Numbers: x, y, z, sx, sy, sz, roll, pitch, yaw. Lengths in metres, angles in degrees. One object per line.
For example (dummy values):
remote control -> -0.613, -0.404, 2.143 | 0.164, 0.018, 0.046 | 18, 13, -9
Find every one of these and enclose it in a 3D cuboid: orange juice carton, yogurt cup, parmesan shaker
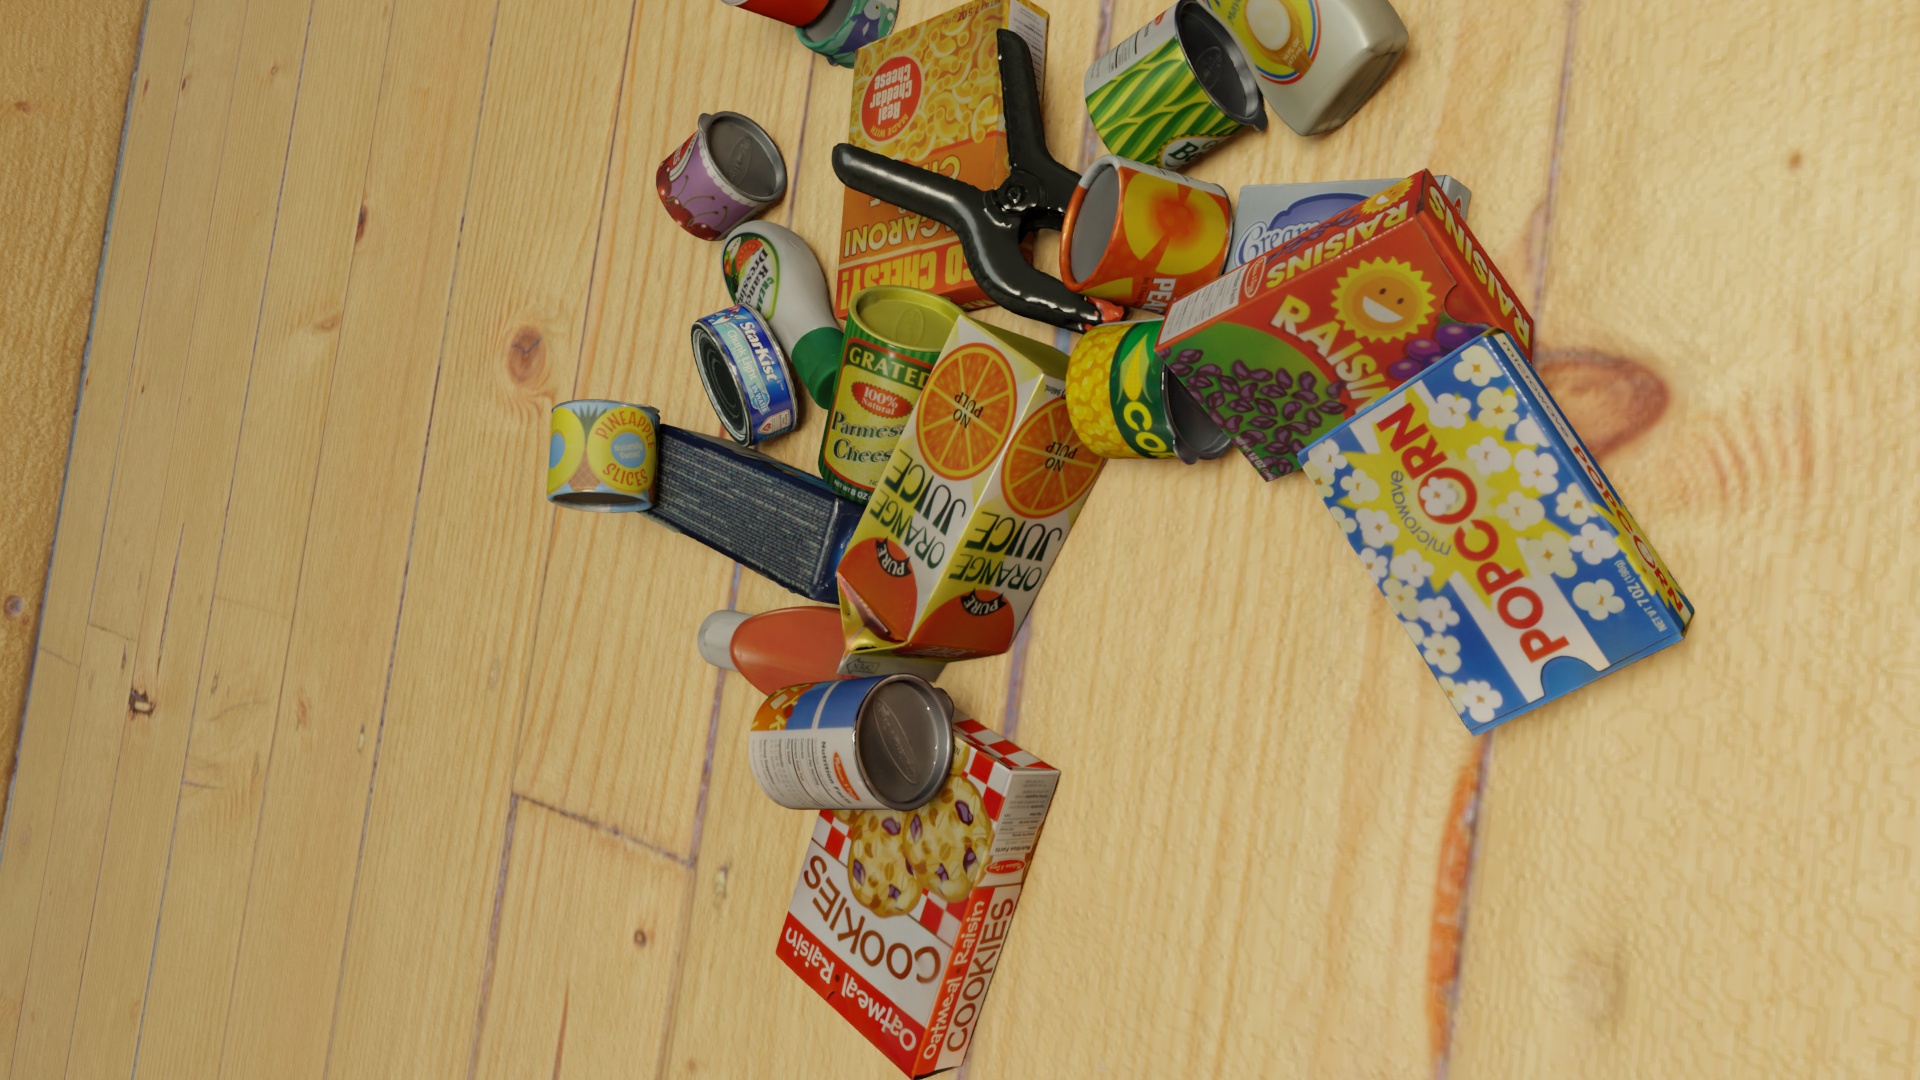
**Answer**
orange juice carton -> 0.003, -0.009, 0.713 | 0.073, 0.072, 0.192 | 40, 110, 42
yogurt cup -> -0.112, -0.353, 0.855 | 0.072, 0.054, 0.072 | -11, 74, 43
parmesan shaker -> -0.034, -0.075, 0.747 | 0.071, 0.071, 0.102 | 50, 137, 38

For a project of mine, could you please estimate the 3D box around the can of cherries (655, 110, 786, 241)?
can of cherries -> -0.160, -0.242, 0.919 | 0.058, 0.071, 0.071 | -26, 65, 40

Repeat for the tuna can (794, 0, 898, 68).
tuna can -> -0.074, -0.335, 0.878 | 0.071, 0.033, 0.071 | -10, 75, 43

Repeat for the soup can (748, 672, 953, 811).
soup can -> -0.054, 0.101, 0.699 | 0.083, 0.071, 0.071 | -10, 75, 43

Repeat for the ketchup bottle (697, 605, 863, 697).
ketchup bottle -> -0.100, 0.067, 0.820 | 0.149, 0.043, 0.064 | 7, 87, 45

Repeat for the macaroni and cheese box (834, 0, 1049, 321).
macaroni and cheese box -> -0.011, -0.211, 0.788 | 0.123, 0.040, 0.166 | -3, 79, 44

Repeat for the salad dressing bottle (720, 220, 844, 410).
salad dressing bottle -> -0.102, -0.140, 0.861 | 0.064, 0.044, 0.148 | -57, 49, 29

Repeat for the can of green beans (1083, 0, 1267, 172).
can of green beans -> 0.101, -0.213, 0.660 | 0.057, 0.071, 0.071 | -25, 65, 40

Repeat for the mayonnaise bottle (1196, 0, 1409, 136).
mayonnaise bottle -> 0.132, -0.254, 0.620 | 0.148, 0.041, 0.064 | 56, 146, 14

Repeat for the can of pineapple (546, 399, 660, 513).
can of pineapple -> -0.220, -0.051, 0.860 | 0.071, 0.071, 0.058 | -10, 75, 43

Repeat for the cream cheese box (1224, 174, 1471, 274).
cream cheese box -> 0.166, -0.129, 0.609 | 0.104, 0.024, 0.053 | 11, 90, 45

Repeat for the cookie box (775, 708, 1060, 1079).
cookie box -> -0.028, 0.173, 0.730 | 0.123, 0.040, 0.167 | 25, 100, 44

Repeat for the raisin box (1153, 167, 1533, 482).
raisin box -> 0.155, -0.083, 0.565 | 0.123, 0.086, 0.040 | -24, 29, 39

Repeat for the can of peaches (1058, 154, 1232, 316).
can of peaches -> 0.085, -0.140, 0.651 | 0.071, 0.058, 0.071 | -168, 89, -69

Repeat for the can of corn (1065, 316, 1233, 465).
can of corn -> 0.090, -0.068, 0.641 | 0.058, 0.071, 0.071 | 3, 84, 46

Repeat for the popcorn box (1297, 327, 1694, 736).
popcorn box -> 0.196, -0.004, 0.517 | 0.085, 0.038, 0.127 | -36, 79, 34
